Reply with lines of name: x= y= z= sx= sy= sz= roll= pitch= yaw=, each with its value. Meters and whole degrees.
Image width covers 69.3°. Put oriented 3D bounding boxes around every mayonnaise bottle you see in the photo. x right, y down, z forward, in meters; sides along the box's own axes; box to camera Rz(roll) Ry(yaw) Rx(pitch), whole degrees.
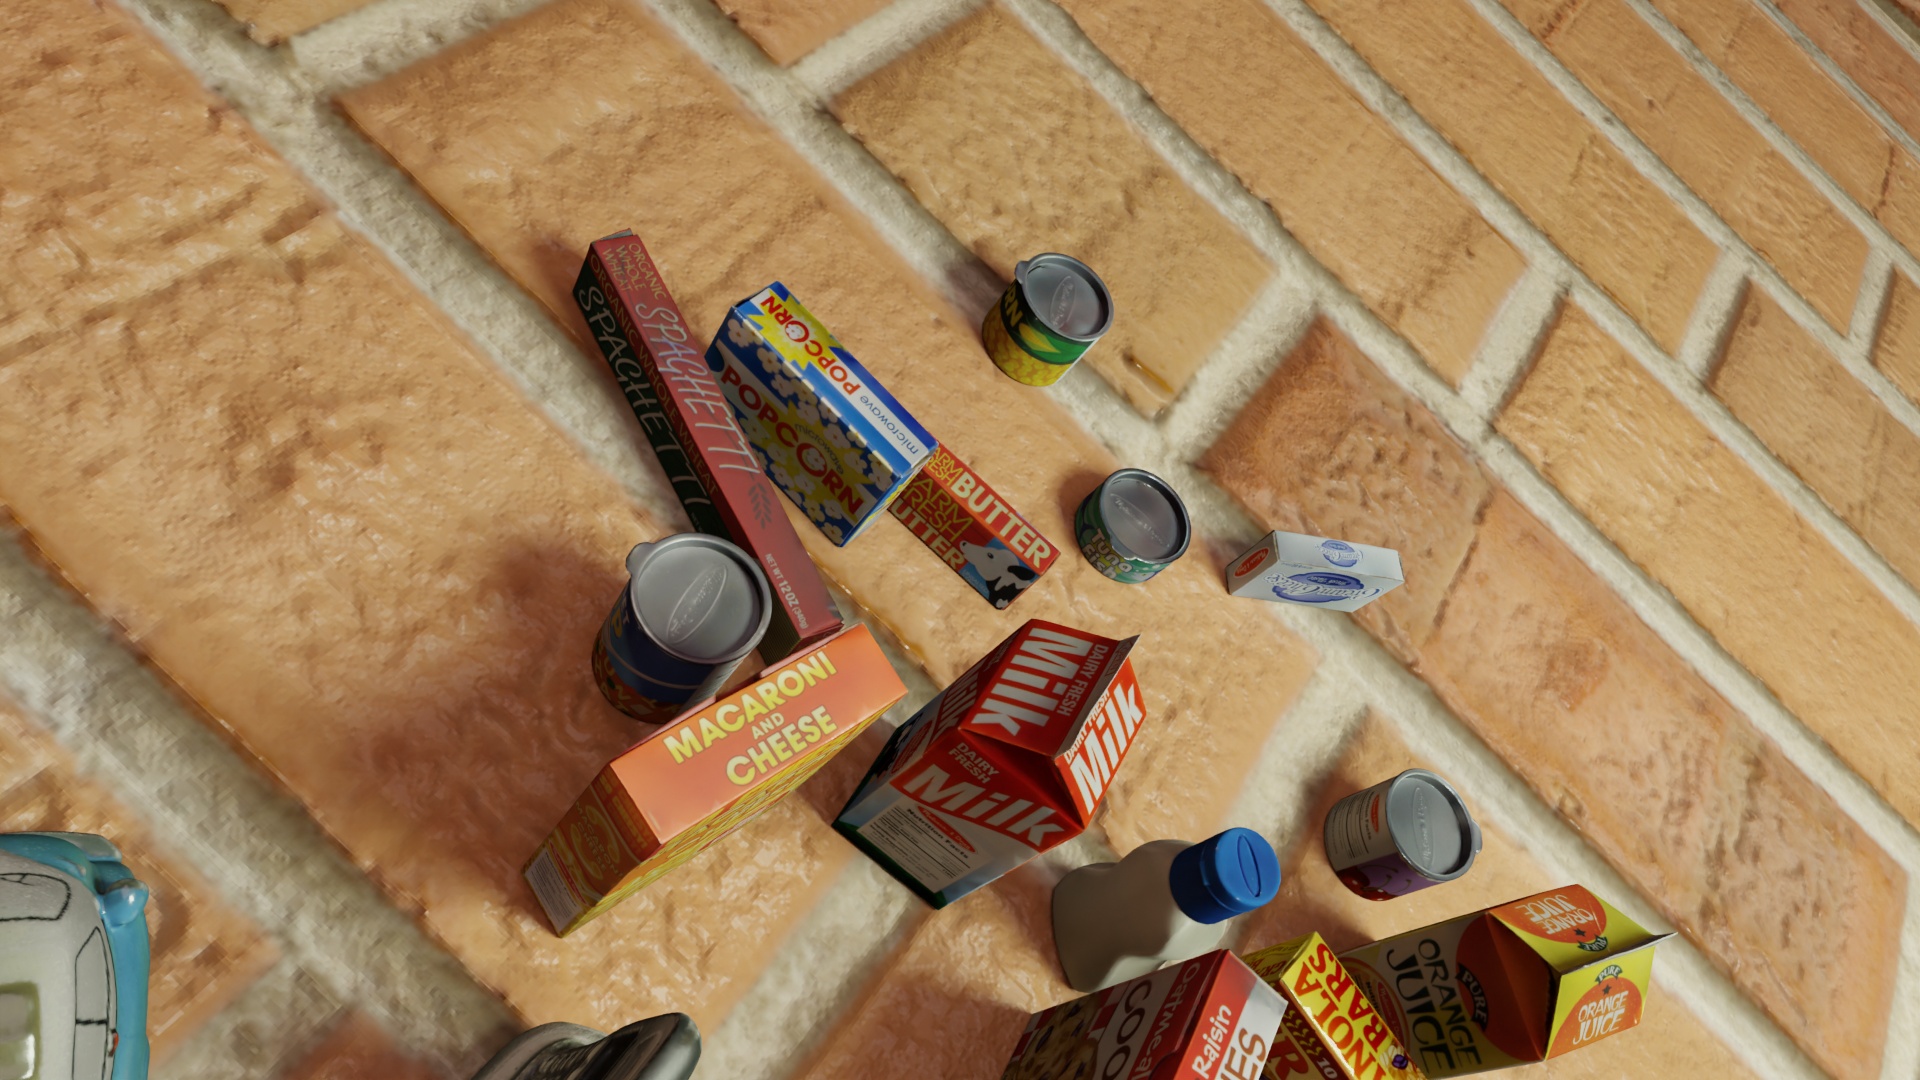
mayonnaise bottle: x=0.097 y=0.177 z=0.676 sx=0.041 sy=0.147 sz=0.065 roll=4 pitch=62 yaw=-27

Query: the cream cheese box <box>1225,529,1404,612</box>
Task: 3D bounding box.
cream cheese box: x=0.228 y=0.021 z=0.895 sx=0.104 sy=0.053 sz=0.024 roll=8 pitch=60 yaw=-25

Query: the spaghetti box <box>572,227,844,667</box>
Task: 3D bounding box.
spaghetti box: x=-0.137 y=-0.050 z=0.736 sx=0.029 sy=0.050 sz=0.250 roll=-21 pitch=75 yaw=-35

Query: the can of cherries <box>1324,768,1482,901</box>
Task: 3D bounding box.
can of cherries: x=0.262 y=0.177 z=0.823 sx=0.071 sy=0.058 sz=0.072 roll=13 pitch=58 yaw=-22

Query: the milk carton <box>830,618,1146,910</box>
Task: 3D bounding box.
milk carton: x=0.019 y=0.102 z=0.648 sx=0.073 sy=0.189 sz=0.073 roll=40 pitch=52 yaw=-4

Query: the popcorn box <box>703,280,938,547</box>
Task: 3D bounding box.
popcorn box: x=-0.082 y=-0.067 z=0.754 sx=0.127 sy=0.085 sz=0.038 roll=46 pitch=52 yaw=1

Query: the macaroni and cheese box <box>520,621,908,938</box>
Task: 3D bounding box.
macaroni and cheese box: x=-0.109 y=0.104 z=0.591 sx=0.124 sy=0.165 sz=0.040 roll=-28 pitch=80 yaw=-37

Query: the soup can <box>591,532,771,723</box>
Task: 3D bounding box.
soup can: x=-0.137 y=0.042 z=0.663 sx=0.071 sy=0.083 sz=0.071 roll=13 pitch=58 yaw=-22

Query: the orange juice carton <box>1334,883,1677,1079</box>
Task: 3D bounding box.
orange juice carton: x=0.267 y=0.229 z=0.712 sx=0.072 sy=0.191 sz=0.073 roll=-3 pitch=66 yaw=-30

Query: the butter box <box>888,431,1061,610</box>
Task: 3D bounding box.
butter box: x=0.003 y=-0.010 z=0.789 sx=0.103 sy=0.053 sz=0.024 roll=43 pitch=52 yaw=-1

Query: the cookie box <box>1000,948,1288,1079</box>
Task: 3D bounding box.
cookie box: x=0.058 y=0.253 z=0.600 sx=0.040 sy=0.166 sz=0.123 roll=39 pitch=52 yaw=-5

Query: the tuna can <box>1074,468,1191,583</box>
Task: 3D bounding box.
tuna can: x=0.105 y=-0.007 z=0.856 sx=0.071 sy=0.032 sz=0.071 roll=13 pitch=58 yaw=-22

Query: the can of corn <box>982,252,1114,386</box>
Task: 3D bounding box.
can of corn: x=0.053 y=-0.141 z=0.886 sx=0.071 sy=0.058 sz=0.071 roll=13 pitch=58 yaw=-22

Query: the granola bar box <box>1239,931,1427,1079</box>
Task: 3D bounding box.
granola bar box: x=0.176 y=0.282 z=0.676 sx=0.039 sy=0.123 sz=0.165 roll=-31 pitch=81 yaw=-37
